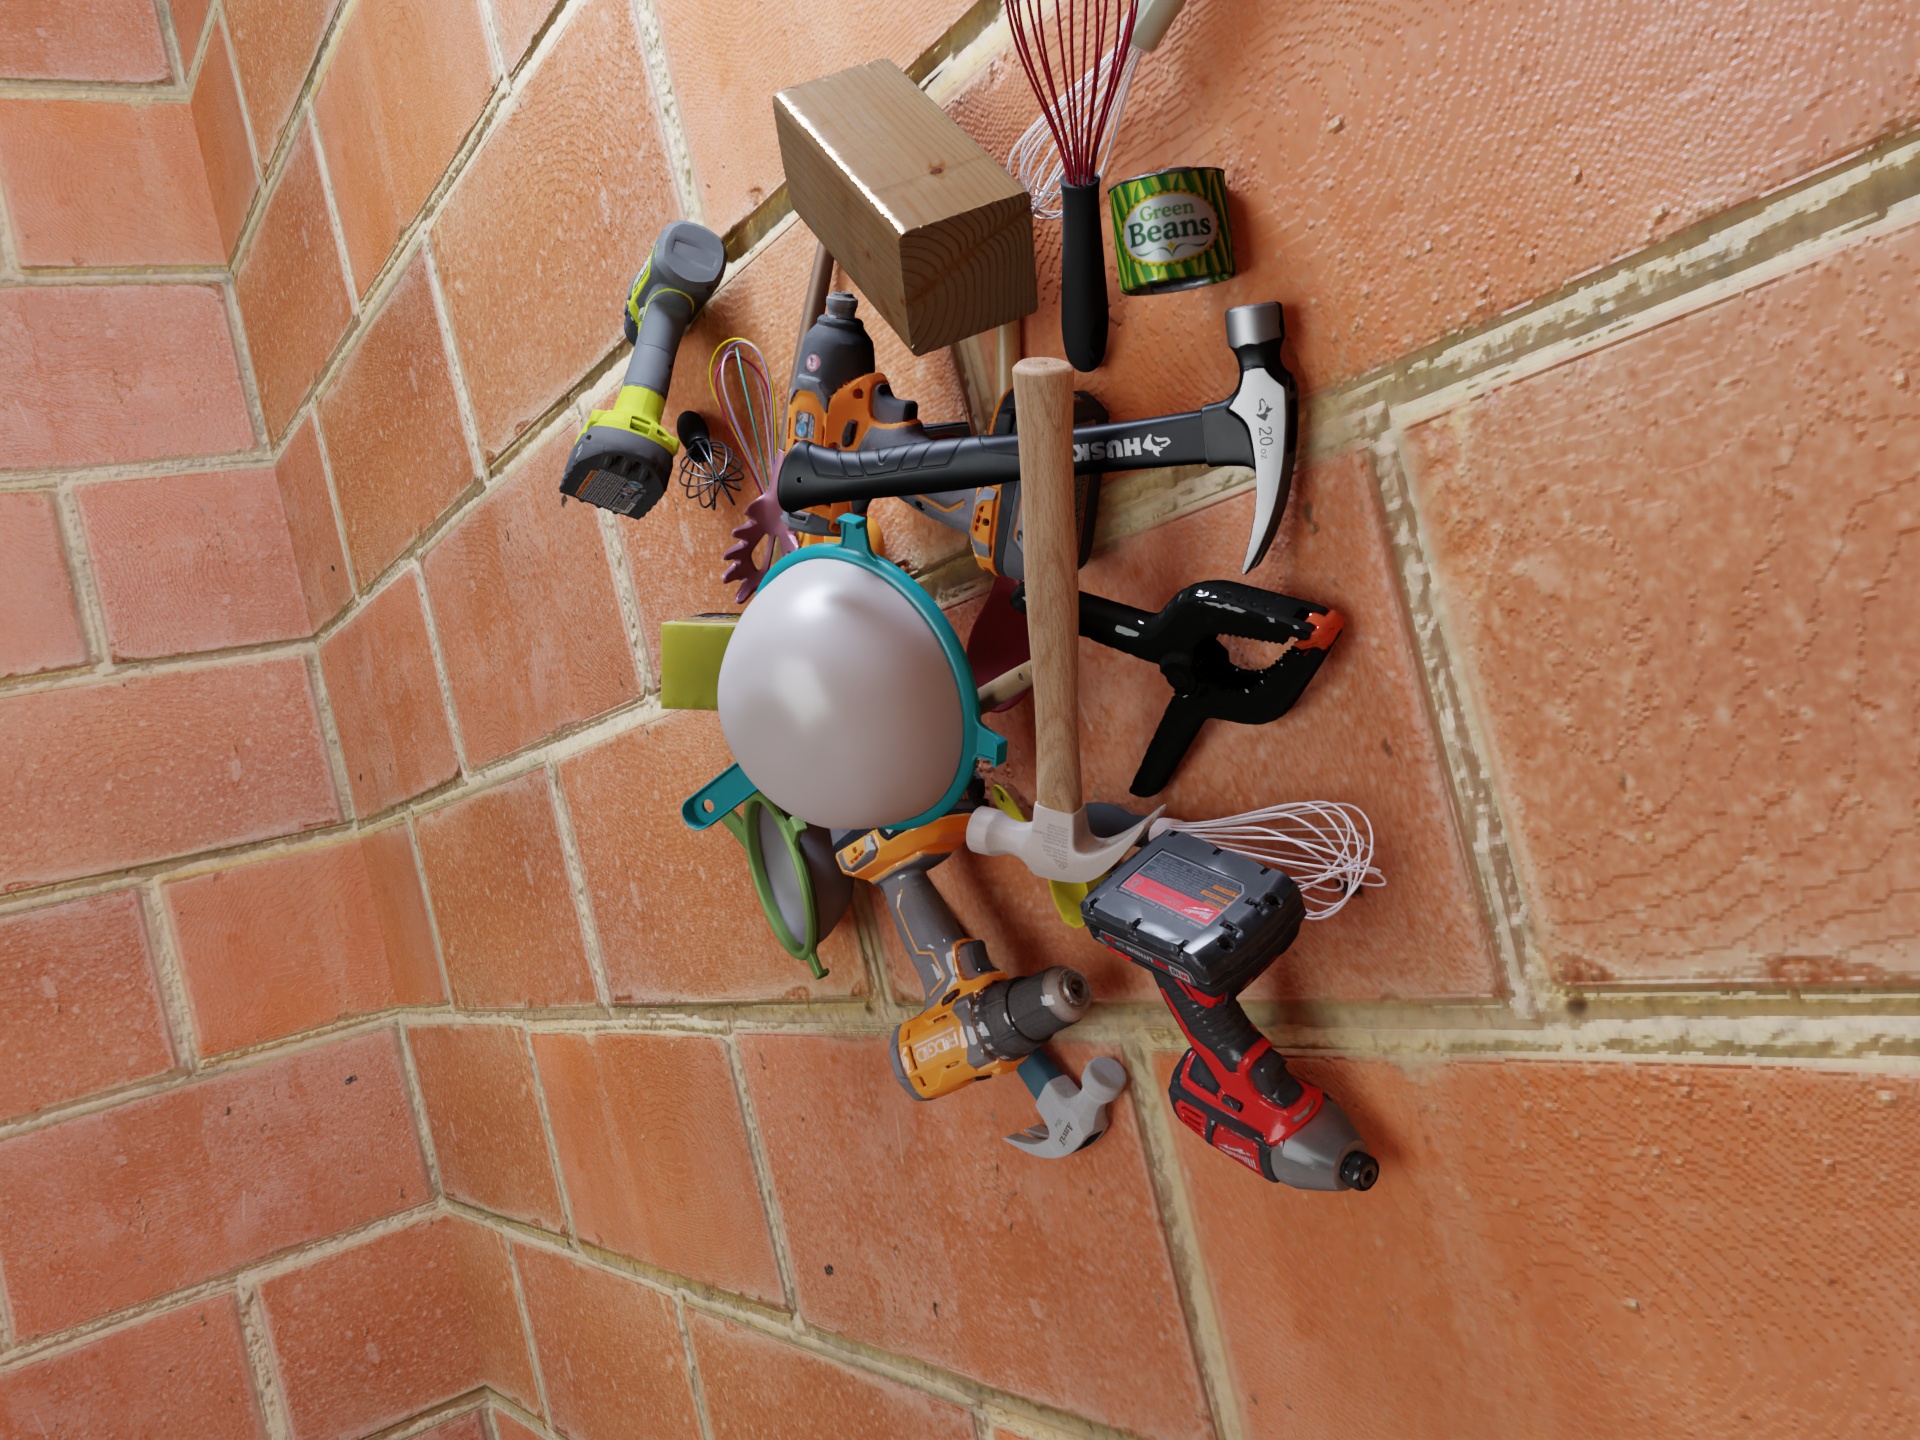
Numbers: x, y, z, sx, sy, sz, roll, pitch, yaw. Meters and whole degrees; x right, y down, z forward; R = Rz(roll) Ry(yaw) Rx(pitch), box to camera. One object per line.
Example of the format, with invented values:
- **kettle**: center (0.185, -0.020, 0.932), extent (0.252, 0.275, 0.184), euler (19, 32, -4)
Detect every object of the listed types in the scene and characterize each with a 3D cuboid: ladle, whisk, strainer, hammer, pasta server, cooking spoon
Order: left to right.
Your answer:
- **whisk**: center (-0.221, -0.230, 1.364), extent (0.239, 0.055, 0.055), euler (-122, 33, -62)
- **whisk**: center (-0.167, -0.201, 1.349), extent (0.051, 0.047, 0.245), euler (-170, 67, -72)
- **strainer**: center (-0.133, 0.019, 1.121), extent (0.340, 0.095, 0.211), euler (-35, 87, 43)
- **strainer**: center (-0.153, 0.111, 1.415), extent (0.257, 0.069, 0.151), euler (33, 134, 59)
- **pasta server**: center (-0.135, -0.241, 1.272), extent (0.040, 0.060, 0.316), euler (-71, -4, -66)
- **cooking spoon**: center (-0.002, -0.004, 1.141), extent (0.069, 0.017, 0.319), euler (70, 159, 4)
- **hammer**: center (0.006, 0.198, 1.236), extent (0.331, 0.033, 0.128), euler (50, 136, 34)
- **ladle**: center (0.031, -0.161, 1.092), extent (0.069, 0.031, 0.315), euler (13, 109, 42)
- **hammer**: center (0.036, -0.152, 0.951), extent (0.335, 0.035, 0.146), euler (-2, 104, 27)
- **hammer**: center (0.057, -0.048, 0.943), extent (0.130, 0.031, 0.331), euler (13, 122, 29)
- **whisk**: center (0.067, -0.326, 0.905), extent (0.073, 0.073, 0.295), euler (45, 155, 38)
- **whisk**: center (0.098, -0.386, 0.914), extent (0.057, 0.059, 0.246), euler (30, 135, -9)
- **whisk**: center (0.150, 0.075, 0.978), extent (0.285, 0.070, 0.070), euler (4, 104, 60)

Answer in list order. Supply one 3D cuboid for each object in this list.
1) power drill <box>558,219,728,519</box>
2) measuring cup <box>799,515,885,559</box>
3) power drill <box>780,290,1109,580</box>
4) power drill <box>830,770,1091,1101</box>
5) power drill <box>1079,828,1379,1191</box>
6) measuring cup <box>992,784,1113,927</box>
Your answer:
- **power drill**: center (-0.276, -0.298, 1.380), extent (0.190, 0.080, 0.229), euler (-20, 55, 64)
- **measuring cup**: center (-0.097, -0.135, 1.274), extent (0.174, 0.052, 0.095), euler (-117, 31, -64)
- **power drill**: center (-0.020, -0.188, 1.050), extent (0.227, 0.084, 0.164), euler (18, 114, 30)
- **power drill**: center (0.000, 0.146, 1.153), extent (0.185, 0.084, 0.226), euler (-34, 66, 43)
- **power drill**: center (0.163, 0.180, 0.920), extent (0.143, 0.078, 0.219), euler (21, 142, 52)
- **measuring cup**: center (0.066, 0.088, 1.131), extent (0.157, 0.029, 0.062), euler (-129, 34, -51)
